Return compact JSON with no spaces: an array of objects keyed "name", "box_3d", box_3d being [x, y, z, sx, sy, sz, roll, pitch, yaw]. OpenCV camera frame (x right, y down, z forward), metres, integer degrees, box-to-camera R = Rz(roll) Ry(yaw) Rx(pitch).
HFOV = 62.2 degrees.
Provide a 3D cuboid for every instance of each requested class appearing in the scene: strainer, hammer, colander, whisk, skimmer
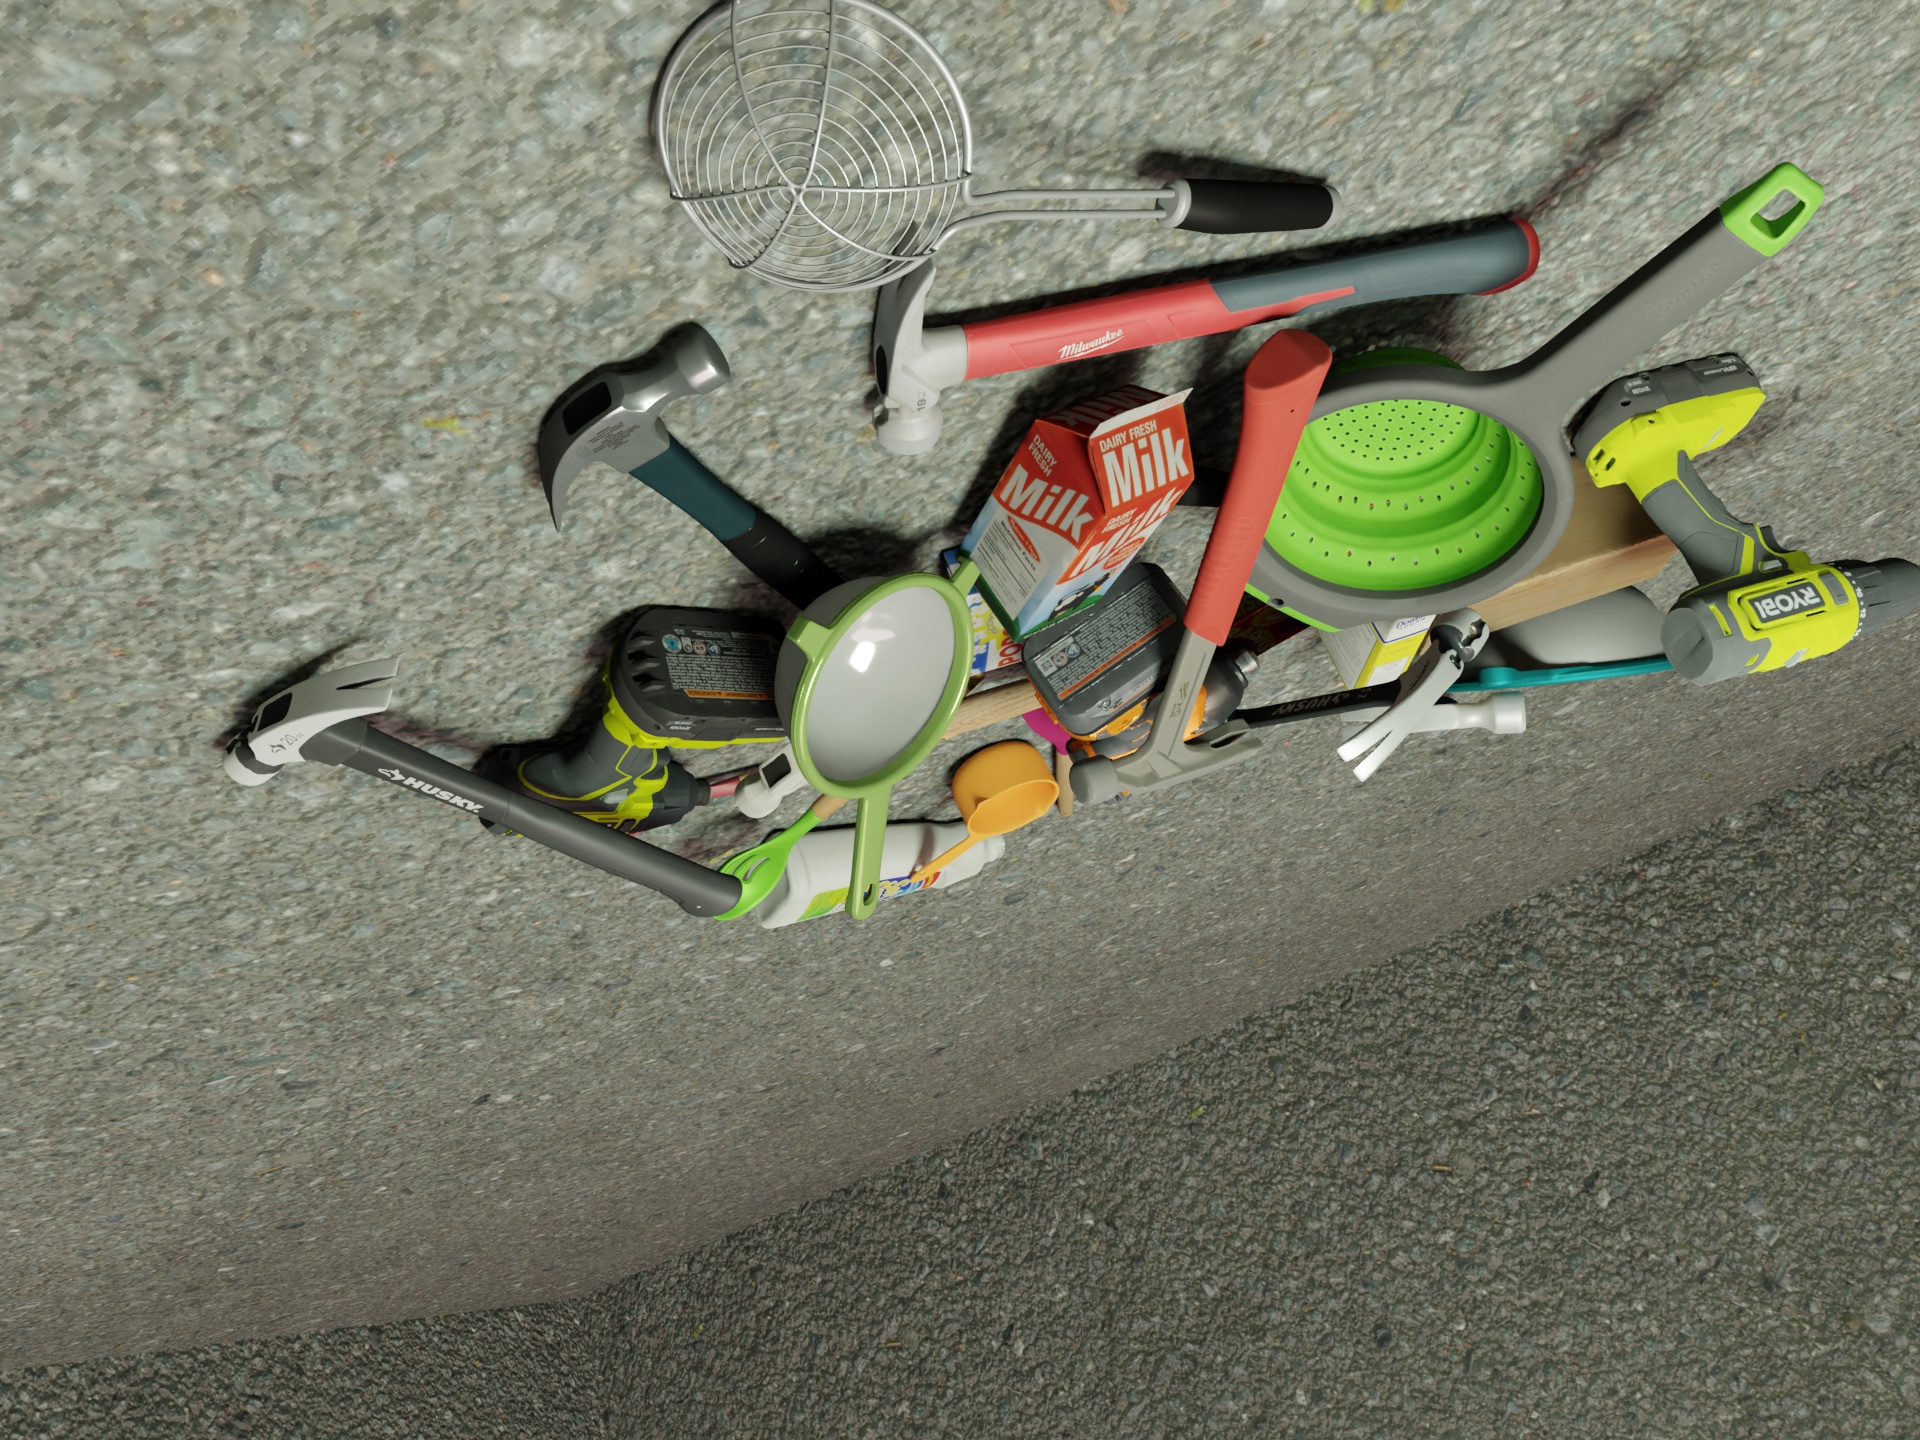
[{"name":"strainer","box_3d":[0.486,-0.078,1.340,0.211,0.095,0.340,-6,180,32]},{"name":"hammer","box_3d":[0.142,-0.232,0.847,0.386,0.038,0.143,-14,155,-14]},{"name":"colander","box_3d":[0.310,-0.198,0.925,0.204,0.095,0.397,25,142,-20]},{"name":"whisk","box_3d":[0.219,-0.152,1.076,0.295,0.073,0.073,2,149,-29]},{"name":"hammer","box_3d":[-0.002,-0.004,1.168,0.331,0.031,0.130,-18,169,-39]},{"name":"strainer","box_3d":[-0.070,0.012,1.013,0.151,0.069,0.256,-25,134,-41]},{"name":"hammer","box_3d":[0.433,-0.005,1.459,0.144,0.035,0.405,-4,180,17]},{"name":"skimmer","box_3d":[0.039,-0.254,0.723,0.363,0.090,0.127,-15,148,-39]},{"name":"hammer","box_3d":[0.166,-0.082,0.980,0.149,0.037,0.358,-17,143,-24]},{"name":"hammer","box_3d":[-0.122,-0.109,0.913,0.128,0.033,0.330,-26,157,12]},{"name":"hammer","box_3d":[0.225,0.004,1.256,0.149,0.036,0.409,-48,-164,-26]},{"name":"hammer","box_3d":[-0.275,0.057,1.009,0.146,0.035,0.334,-27,139,36]}]

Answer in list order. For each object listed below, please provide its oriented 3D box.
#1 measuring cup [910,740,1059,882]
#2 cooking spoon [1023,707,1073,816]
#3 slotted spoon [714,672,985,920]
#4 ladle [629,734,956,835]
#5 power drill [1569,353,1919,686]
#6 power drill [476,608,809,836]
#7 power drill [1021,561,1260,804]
[{"name":"measuring cup","box_3d":[0.007,0.080,1.408,0.173,0.052,0.095,-39,151,28]},{"name":"cooking spoon","box_3d":[0.093,0.033,1.424,0.069,0.017,0.318,10,160,8]},{"name":"slotted spoon","box_3d":[-0.094,0.057,1.262,0.313,0.031,0.070,-41,149,21]},{"name":"ladle","box_3d":[-0.149,0.044,1.249,0.315,0.031,0.069,-14,156,-18]},{"name":"power drill","box_3d":[0.561,-0.145,1.138,0.190,0.229,0.080,-15,157,-12]},{"name":"power drill","box_3d":[-0.205,0.014,1.074,0.171,0.080,0.223,2,153,-41]},{"name":"power drill","box_3d":[0.140,-0.028,1.160,0.164,0.084,0.226,-35,156,2]}]
